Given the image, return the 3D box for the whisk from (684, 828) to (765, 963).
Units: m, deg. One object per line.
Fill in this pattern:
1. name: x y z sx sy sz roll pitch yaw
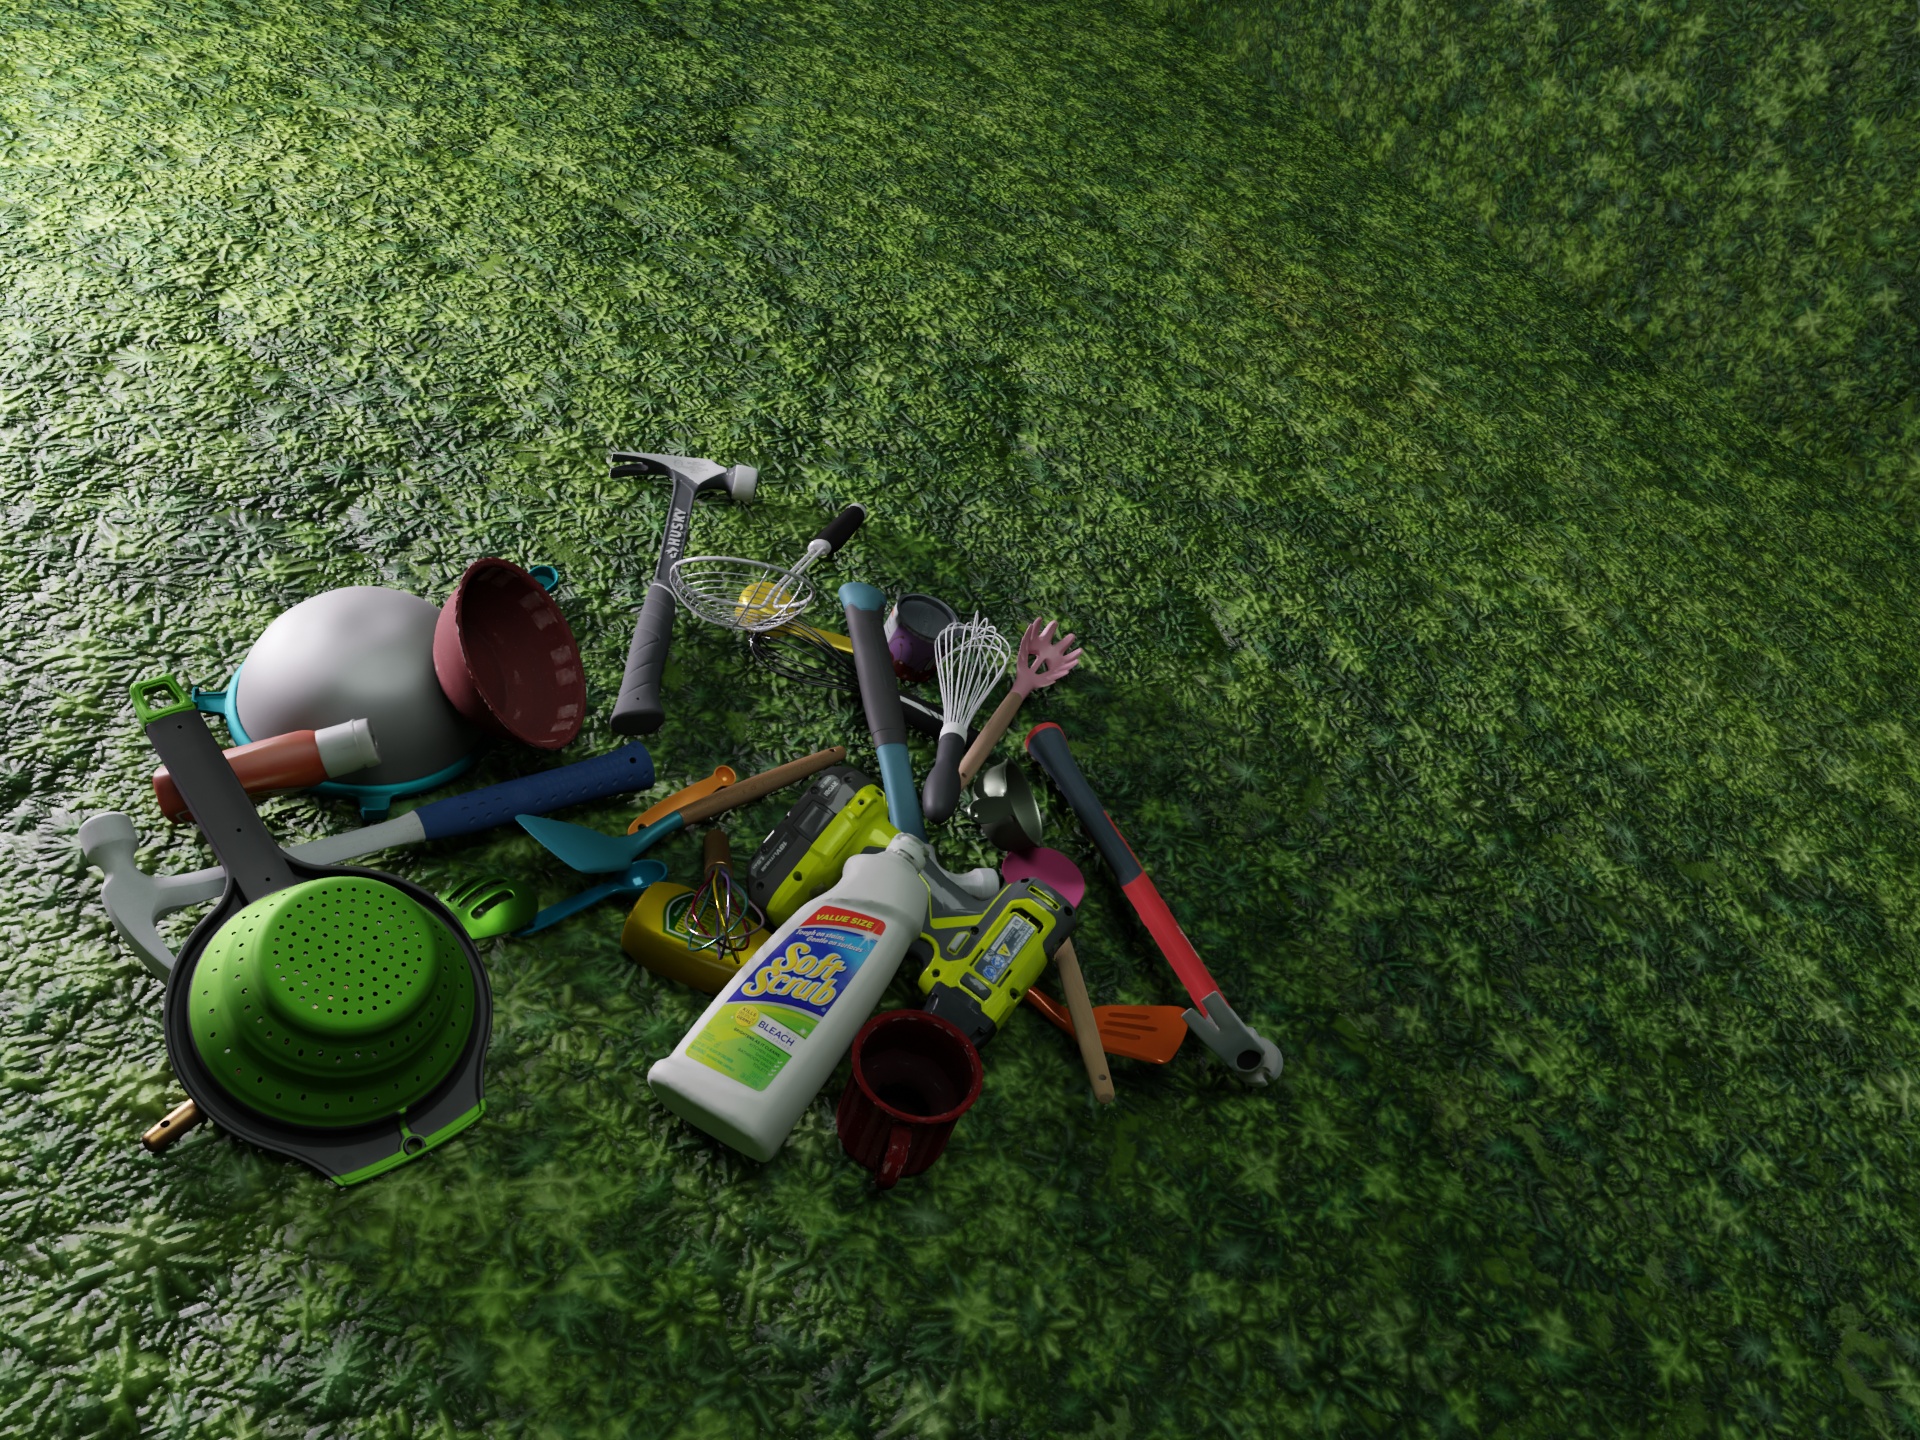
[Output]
1. whisk: -0.177 0.124 1.170 0.047 0.051 0.245 45 1 -15

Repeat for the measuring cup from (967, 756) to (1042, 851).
1. measuring cup: 0.023 0.077 1.323 0.167 0.038 0.083 -3 73 -70

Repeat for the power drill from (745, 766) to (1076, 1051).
1. power drill: -0.048 0.153 1.213 0.223 0.080 0.171 34 72 16

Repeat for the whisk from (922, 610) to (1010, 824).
1. whisk: -0.003 -0.005 1.369 0.070 0.070 0.285 17 36 -3

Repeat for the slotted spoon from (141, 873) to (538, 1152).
1. slotted spoon: -0.413 0.189 1.086 0.070 0.031 0.314 24 40 24

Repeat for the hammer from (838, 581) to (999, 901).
1. hammer: -0.061 0.014 1.381 0.128 0.033 0.331 1 54 -21

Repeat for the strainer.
1. strainer: -0.444 -0.073 1.317 0.211 0.095 0.340 29 42 11

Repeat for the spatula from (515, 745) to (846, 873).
1. spatula: -0.207 0.064 1.289 0.082 0.044 0.317 32 36 31

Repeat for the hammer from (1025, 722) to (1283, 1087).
1. hammer: 0.139 0.127 1.324 0.143 0.038 0.387 46 10 -47

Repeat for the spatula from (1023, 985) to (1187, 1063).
1. spatula: 0.023 0.188 1.254 0.322 0.041 0.081 27 27 10

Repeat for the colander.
1. colander: -0.446 0.106 1.047 0.204 0.094 0.397 -24 70 -38

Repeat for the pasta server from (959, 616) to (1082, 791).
1. pasta server: 0.047 -0.014 1.461 0.060 0.040 0.316 38 31 -1

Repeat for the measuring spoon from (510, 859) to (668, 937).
1. measuring spoon: -0.279 0.142 1.205 0.128 0.021 0.042 -24 31 -30

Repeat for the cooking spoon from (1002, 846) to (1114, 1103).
1. cooking spoon: 0.082 0.188 1.246 0.068 0.017 0.319 2 28 -9

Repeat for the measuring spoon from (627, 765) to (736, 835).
1. measuring spoon: -0.230 0.069 1.311 0.021 0.011 0.117 49 49 7

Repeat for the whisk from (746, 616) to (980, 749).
1. whisk: -0.087 -0.031 1.457 0.239 0.055 0.055 26 40 0

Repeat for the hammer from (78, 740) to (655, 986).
1. hammer: -0.410 0.087 1.177 0.405 0.035 0.144 -16 66 -38

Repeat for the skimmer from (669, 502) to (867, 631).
1. skimmer: -0.157 -0.171 1.505 0.127 0.090 0.363 2 25 16

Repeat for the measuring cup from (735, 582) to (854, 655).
1. measuring cup: -0.137 -0.092 1.514 0.156 0.029 0.062 18 40 -2

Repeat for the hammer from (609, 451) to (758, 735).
1. hammer: -0.282 -0.132 1.497 0.149 0.036 0.409 11 41 -9
